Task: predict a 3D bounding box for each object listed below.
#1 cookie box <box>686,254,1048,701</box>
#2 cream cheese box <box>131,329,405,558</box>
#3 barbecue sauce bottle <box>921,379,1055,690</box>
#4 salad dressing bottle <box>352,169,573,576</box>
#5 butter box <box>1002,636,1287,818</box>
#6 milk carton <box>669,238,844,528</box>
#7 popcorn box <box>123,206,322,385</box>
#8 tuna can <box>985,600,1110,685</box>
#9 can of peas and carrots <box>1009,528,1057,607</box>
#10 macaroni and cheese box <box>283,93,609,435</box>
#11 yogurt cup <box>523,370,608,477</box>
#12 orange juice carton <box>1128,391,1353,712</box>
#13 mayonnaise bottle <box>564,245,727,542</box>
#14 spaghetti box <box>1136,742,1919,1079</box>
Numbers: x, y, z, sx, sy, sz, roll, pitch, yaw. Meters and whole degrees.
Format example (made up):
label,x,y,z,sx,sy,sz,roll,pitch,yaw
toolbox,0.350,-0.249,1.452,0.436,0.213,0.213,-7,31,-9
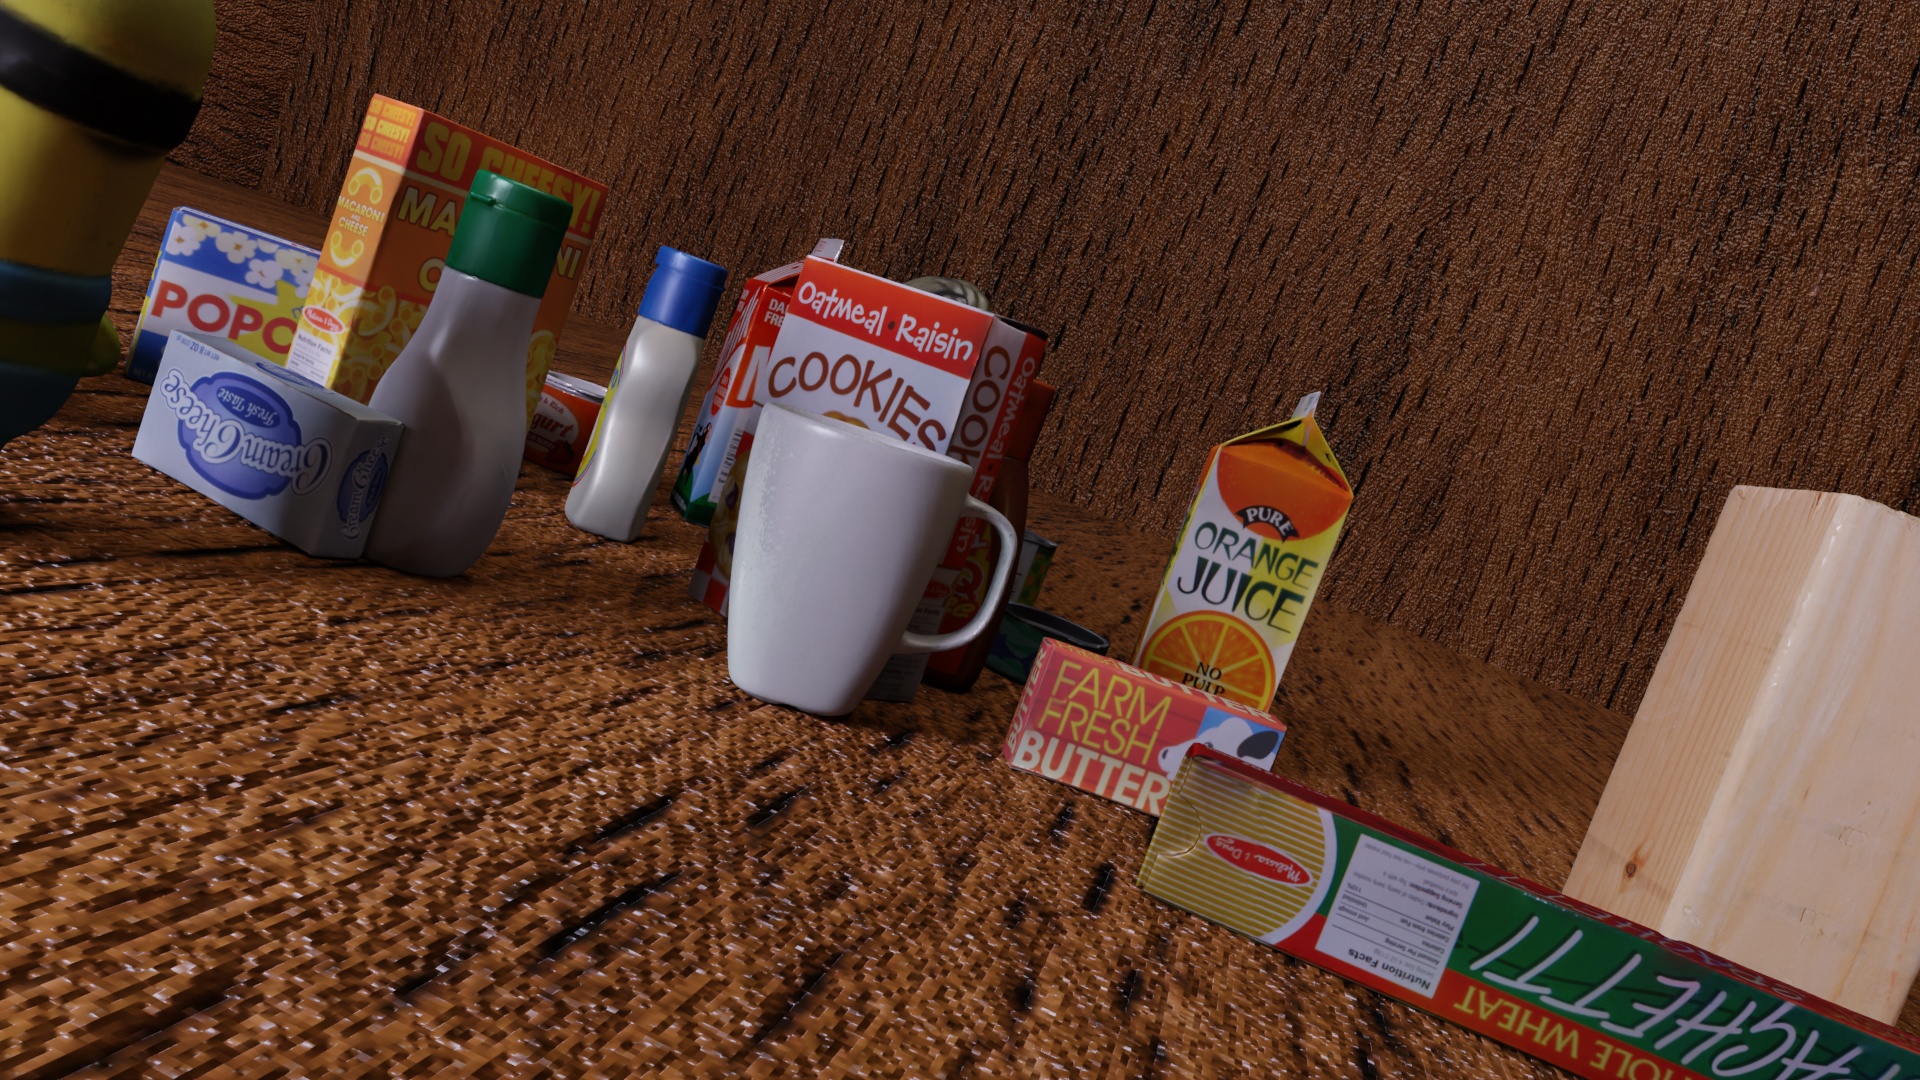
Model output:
label,x,y,z,sx,sy,sz,roll,pitch,yaw
cookie box,-0.044,-0.031,0.610,0.123,0.167,0.040,25,7,40
cream cheese box,-0.254,-0.036,0.508,0.104,0.053,0.024,23,6,23
barbecue sauce bottle,0.002,-0.008,0.653,0.065,0.148,0.044,22,6,15
salad dressing bottle,-0.185,-0.062,0.518,0.064,0.147,0.044,23,6,25
butter box,0.073,0.080,0.558,0.103,0.053,0.024,20,6,-4
milk carton,-0.113,-0.098,0.866,0.073,0.190,0.072,18,6,-21
popcorn box,-0.336,-0.105,0.695,0.127,0.085,0.038,17,6,-30
tuna can,0.045,0.059,0.744,0.071,0.032,0.071,20,6,-2
can of peas and carrots,0.023,0.019,0.906,0.071,0.058,0.071,20,6,-2
macaroni and cheese box,-0.253,-0.116,0.681,0.040,0.166,0.124,23,6,27
yogurt cup,-0.238,-0.070,0.861,0.072,0.054,0.072,20,6,-2
orange juice carton,0.147,0.014,0.724,0.073,0.192,0.072,21,6,6
mayonnaise bottle,-0.161,-0.076,0.714,0.041,0.148,0.065,19,6,-18
spaghetti box,0.181,0.135,0.440,0.250,0.050,0.029,21,6,10
